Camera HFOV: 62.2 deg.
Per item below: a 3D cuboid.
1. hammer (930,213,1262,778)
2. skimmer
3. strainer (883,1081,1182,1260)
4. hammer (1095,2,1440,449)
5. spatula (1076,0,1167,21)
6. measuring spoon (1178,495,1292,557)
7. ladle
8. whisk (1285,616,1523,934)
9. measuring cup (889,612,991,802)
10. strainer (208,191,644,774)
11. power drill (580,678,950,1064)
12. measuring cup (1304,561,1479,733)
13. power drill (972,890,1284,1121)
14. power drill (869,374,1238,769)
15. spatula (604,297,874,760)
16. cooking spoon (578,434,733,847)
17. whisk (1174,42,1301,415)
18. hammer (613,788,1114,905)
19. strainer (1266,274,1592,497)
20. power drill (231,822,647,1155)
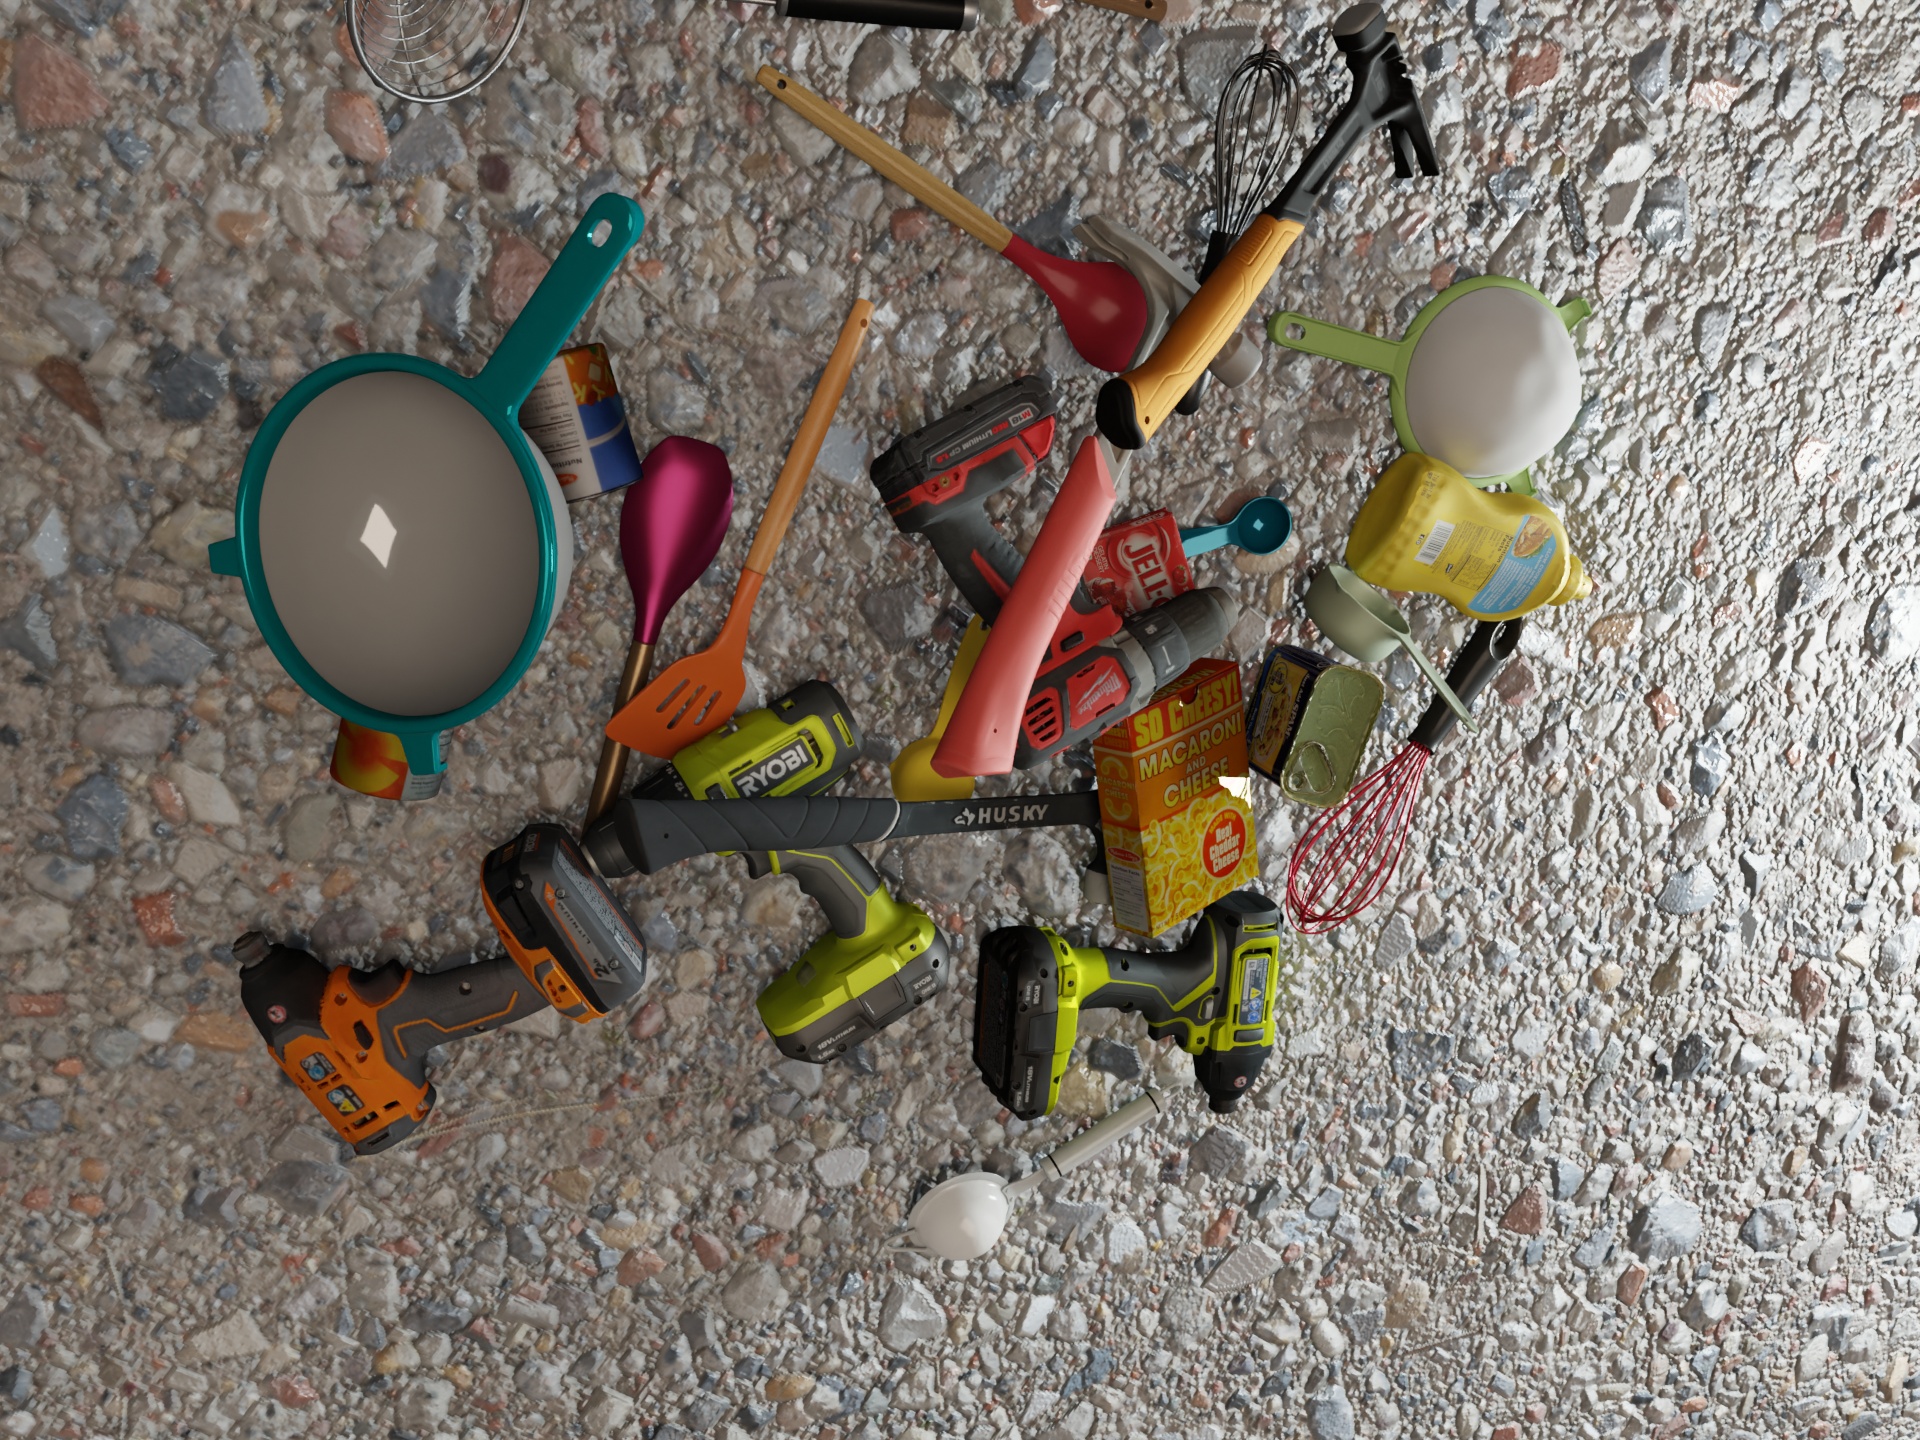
[{"bbox_3d":[0.063,-0.128,0.962,0.149,0.037,0.359,33,71,-22],"label":"hammer"},{"bbox_3d":[-0.155,-0.403,0.900,0.363,0.090,0.127,-3,138,-19],"label":"skimmer"},{"bbox_3d":[0.062,0.345,1.206,0.258,0.050,0.086,-30,127,-10],"label":"strainer"},{"bbox_3d":[0.192,-0.292,0.998,0.337,0.034,0.127,-53,130,-18],"label":"hammer"},{"bbox_3d":[-0.020,-0.468,0.961,0.315,0.018,0.059,7,104,-17],"label":"spatula"},{"bbox_3d":[0.169,-0.130,1.120,0.128,0.021,0.042,-13,110,-4],"label":"measuring spoon"},{"bbox_3d":[0.008,-0.319,1.009,0.315,0.031,0.069,29,96,-20],"label":"ladle"},{"bbox_3d":[0.335,0.036,1.194,0.073,0.073,0.296,37,85,-23],"label":"whisk"},{"bbox_3d":[-0.002,-0.003,1.091,0.062,0.029,0.156,15,102,-20],"label":"measuring cup"},{"bbox_3d":[-0.263,-0.149,0.898,0.211,0.095,0.340,43,108,8],"label":"strainer"},{"bbox_3d":[-0.123,0.110,1.057,0.190,0.080,0.228,-31,111,-12],"label":"power drill"},{"bbox_3d":[0.299,-0.042,1.109,0.083,0.168,0.038,12,128,-46],"label":"measuring cup"},{"bbox_3d":[0.128,0.219,1.171,0.223,0.080,0.171,-2,105,-20],"label":"power drill"},{"bbox_3d":[0.064,-0.103,1.025,0.188,0.080,0.226,-30,97,-17],"label":"power drill"},{"bbox_3d":[-0.128,-0.120,1.020,0.081,0.041,0.322,22,92,-42],"label":"spatula"},{"bbox_3d":[-0.210,-0.026,1.027,0.068,0.017,0.319,12,102,-23],"label":"cooking spoon"},{"bbox_3d":[0.176,-0.320,1.051,0.055,0.055,0.239,6,108,-19],"label":"whisk"},{"bbox_3d":[-0.032,0.059,1.024,0.408,0.036,0.149,0,99,-39],"label":"hammer"},{"bbox_3d":[0.337,-0.244,1.105,0.256,0.069,0.151,9,102,-21],"label":"strainer"},{"bbox_3d":[-0.333,0.159,1.003,0.226,0.084,0.164,-30,112,3],"label":"power drill"}]
